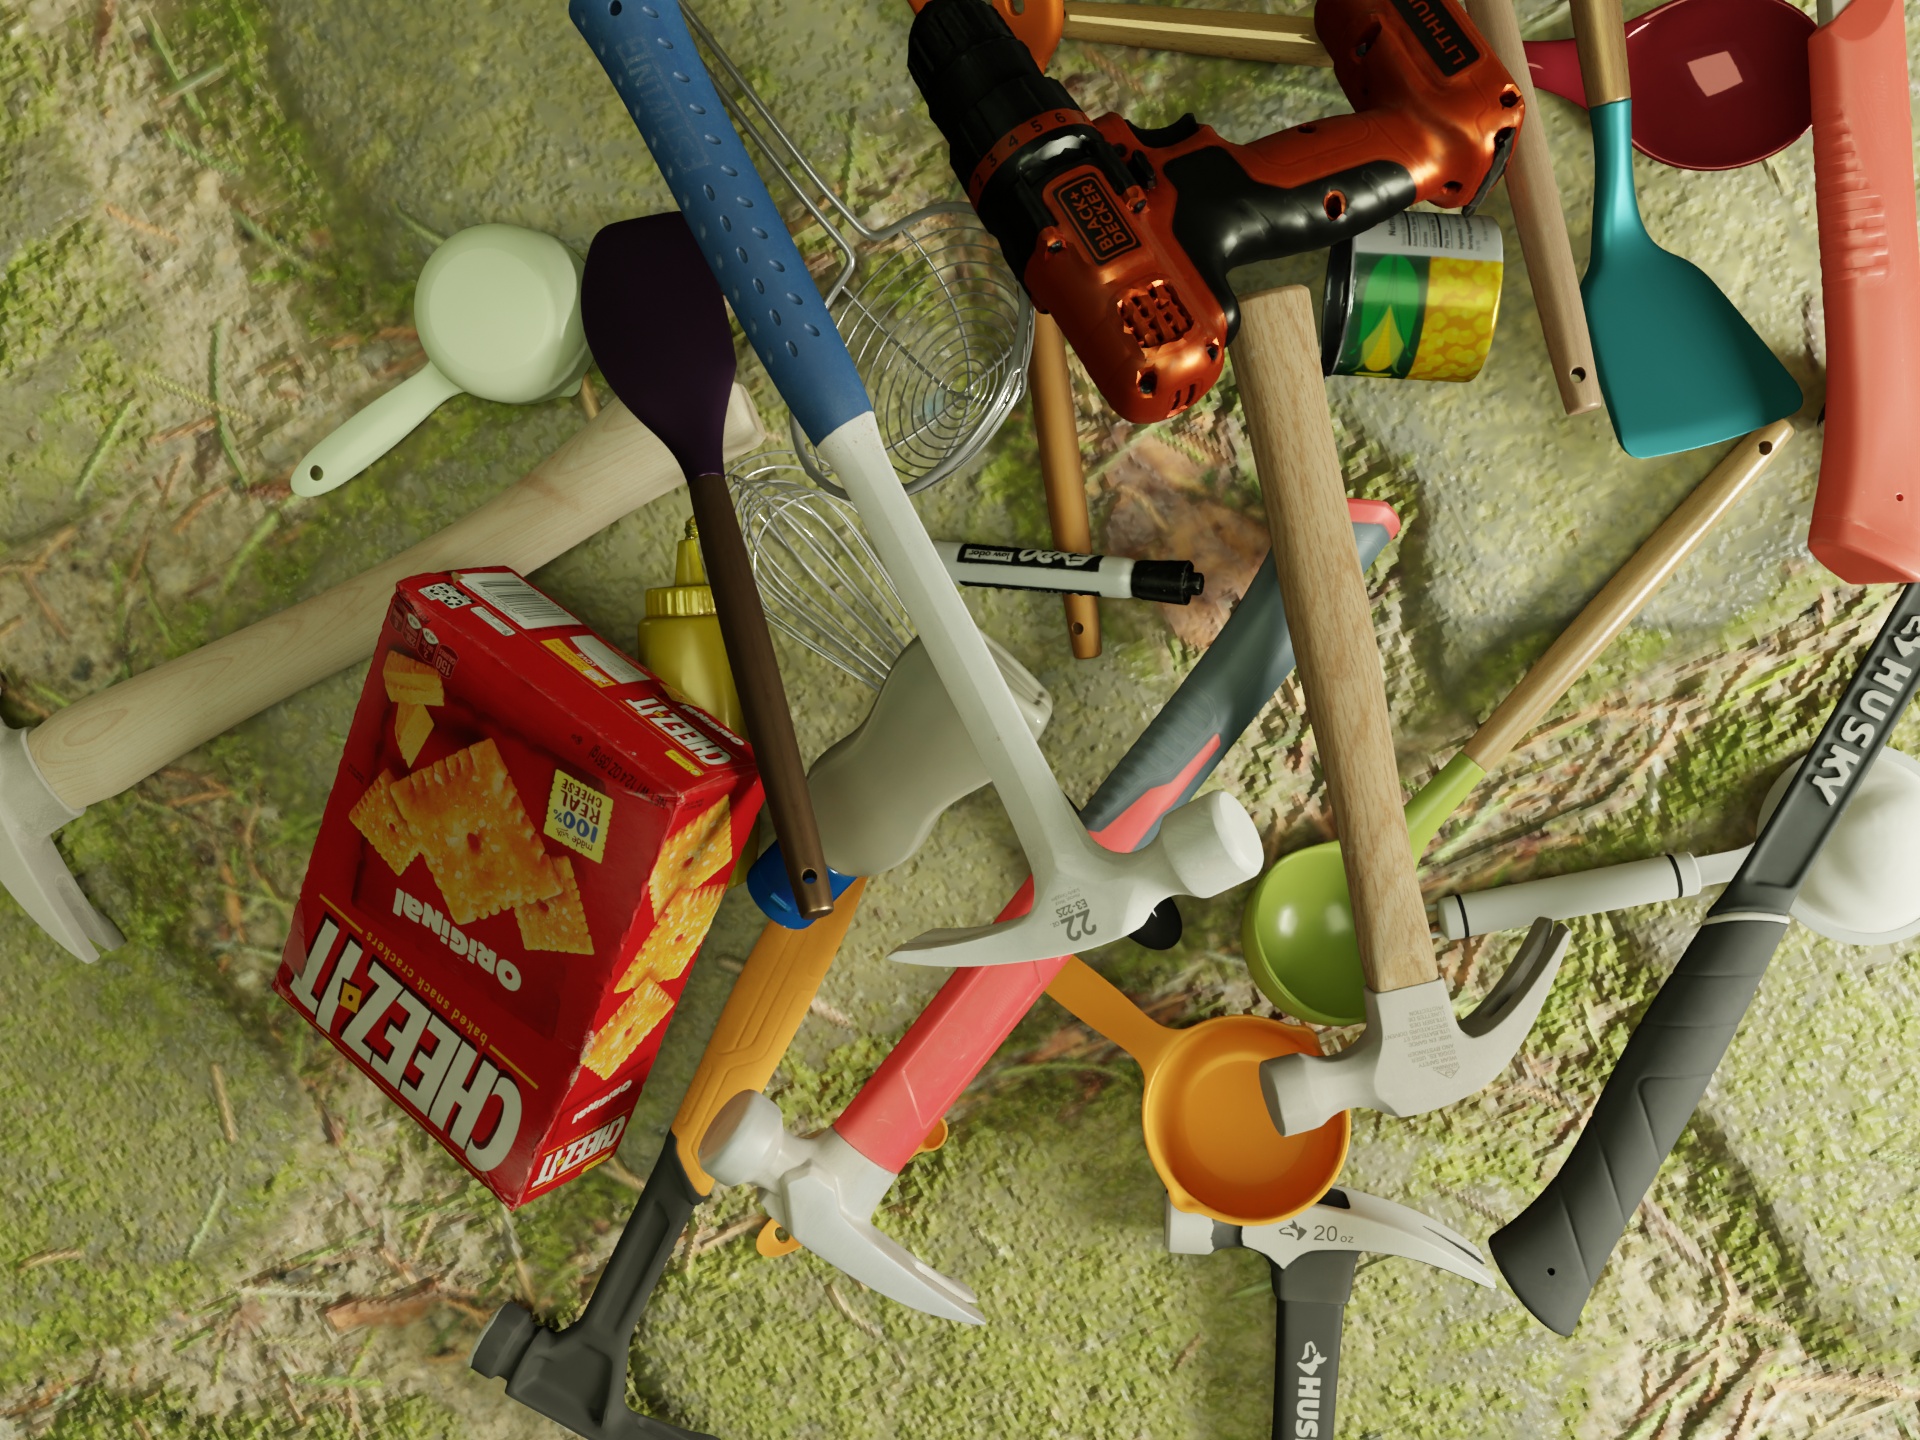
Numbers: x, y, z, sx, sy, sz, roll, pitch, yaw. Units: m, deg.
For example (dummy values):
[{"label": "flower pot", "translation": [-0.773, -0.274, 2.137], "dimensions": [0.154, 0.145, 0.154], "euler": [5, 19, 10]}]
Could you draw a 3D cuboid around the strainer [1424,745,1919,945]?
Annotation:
[{"label": "strainer", "translation": [0.319, 0.066, 0.681], "dimensions": [0.258, 0.050, 0.087], "euler": [-13, 83, 10]}]

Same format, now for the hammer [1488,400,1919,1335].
[{"label": "hammer", "translation": [0.331, 0.065, 0.640], "dimensions": [0.149, 0.036, 0.409], "euler": [29, 95, 16]}]

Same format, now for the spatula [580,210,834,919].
[{"label": "spatula", "translation": [-0.097, -0.071, 0.630], "dimensions": [0.060, 0.018, 0.316], "euler": [-15, 71, -8]}]

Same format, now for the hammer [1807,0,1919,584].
[{"label": "hammer", "translation": [0.344, -0.231, 0.593], "dimensions": [0.149, 0.037, 0.359], "euler": [-7, 94, -10]}]

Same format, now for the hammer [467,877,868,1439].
[{"label": "hammer", "translation": [-0.109, 0.189, 0.737], "dimensions": [0.127, 0.034, 0.337], "euler": [26, 100, 4]}]

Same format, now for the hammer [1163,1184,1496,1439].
[{"label": "hammer", "translation": [0.164, 0.377, 0.750], "dimensions": [0.146, 0.035, 0.334], "euler": [2, 100, 5]}]

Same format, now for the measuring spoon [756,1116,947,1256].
[{"label": "measuring spoon", "translation": [-0.052, 0.219, 0.754], "dimensions": [0.117, 0.011, 0.021], "euler": [-39, 86, 13]}]

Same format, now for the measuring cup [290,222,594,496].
[{"label": "measuring cup", "translation": [-0.232, -0.148, 0.687], "dimensions": [0.167, 0.038, 0.083], "euler": [-36, 95, 7]}]

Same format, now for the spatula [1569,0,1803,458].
[{"label": "spatula", "translation": [0.248, -0.260, 0.595], "dimensions": [0.082, 0.044, 0.317], "euler": [-17, 102, -11]}]

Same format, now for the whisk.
[{"label": "whisk", "translation": [-0.002, -0.001, 0.689], "dimensions": [0.070, 0.070, 0.284], "euler": [-42, 99, 10]}]

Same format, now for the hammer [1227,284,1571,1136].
[{"label": "hammer", "translation": [0.156, -0.006, 0.632], "dimensions": [0.130, 0.031, 0.331], "euler": [-13, 95, -2]}]

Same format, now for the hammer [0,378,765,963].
[{"label": "hammer", "translation": [-0.268, -0.036, 0.712], "dimensions": [0.410, 0.038, 0.146], "euler": [-26, 98, 8]}]

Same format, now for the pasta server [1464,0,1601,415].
[{"label": "pasta server", "translation": [0.202, -0.272, 0.606], "dimensions": [0.060, 0.040, 0.316], "euler": [-13, 88, 18]}]

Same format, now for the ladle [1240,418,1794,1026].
[{"label": "ladle", "translation": [0.237, -0.001, 0.668], "dimensions": [0.078, 0.062, 0.320], "euler": [40, 98, -2]}]

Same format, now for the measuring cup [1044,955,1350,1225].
[{"label": "measuring cup", "translation": [0.093, 0.152, 0.712], "dimensions": [0.174, 0.052, 0.095], "euler": [36, 83, 20]}]

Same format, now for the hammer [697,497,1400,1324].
[{"label": "hammer", "translation": [0.065, 0.070, 0.667], "dimensions": [0.143, 0.038, 0.386], "euler": [39, 89, -15]}]

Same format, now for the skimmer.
[{"label": "skimmer", "translation": [-0.101, -0.250, 0.631], "dimensions": [0.127, 0.090, 0.363], "euler": [-36, 94, 27]}]

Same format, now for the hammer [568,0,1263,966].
[{"label": "hammer", "translation": [-0.044, -0.096, 0.595], "dimensions": [0.144, 0.035, 0.405], "euler": [-29, 87, 24]}]

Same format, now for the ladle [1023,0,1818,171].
[{"label": "ladle", "translation": [0.181, -0.268, 0.639], "dimensions": [0.315, 0.031, 0.069], "euler": [8, 98, 5]}]

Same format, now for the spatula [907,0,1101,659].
[{"label": "spatula", "translation": [0.027, -0.182, 0.659], "dimensions": [0.081, 0.041, 0.322], "euler": [-3, 102, 29]}]
